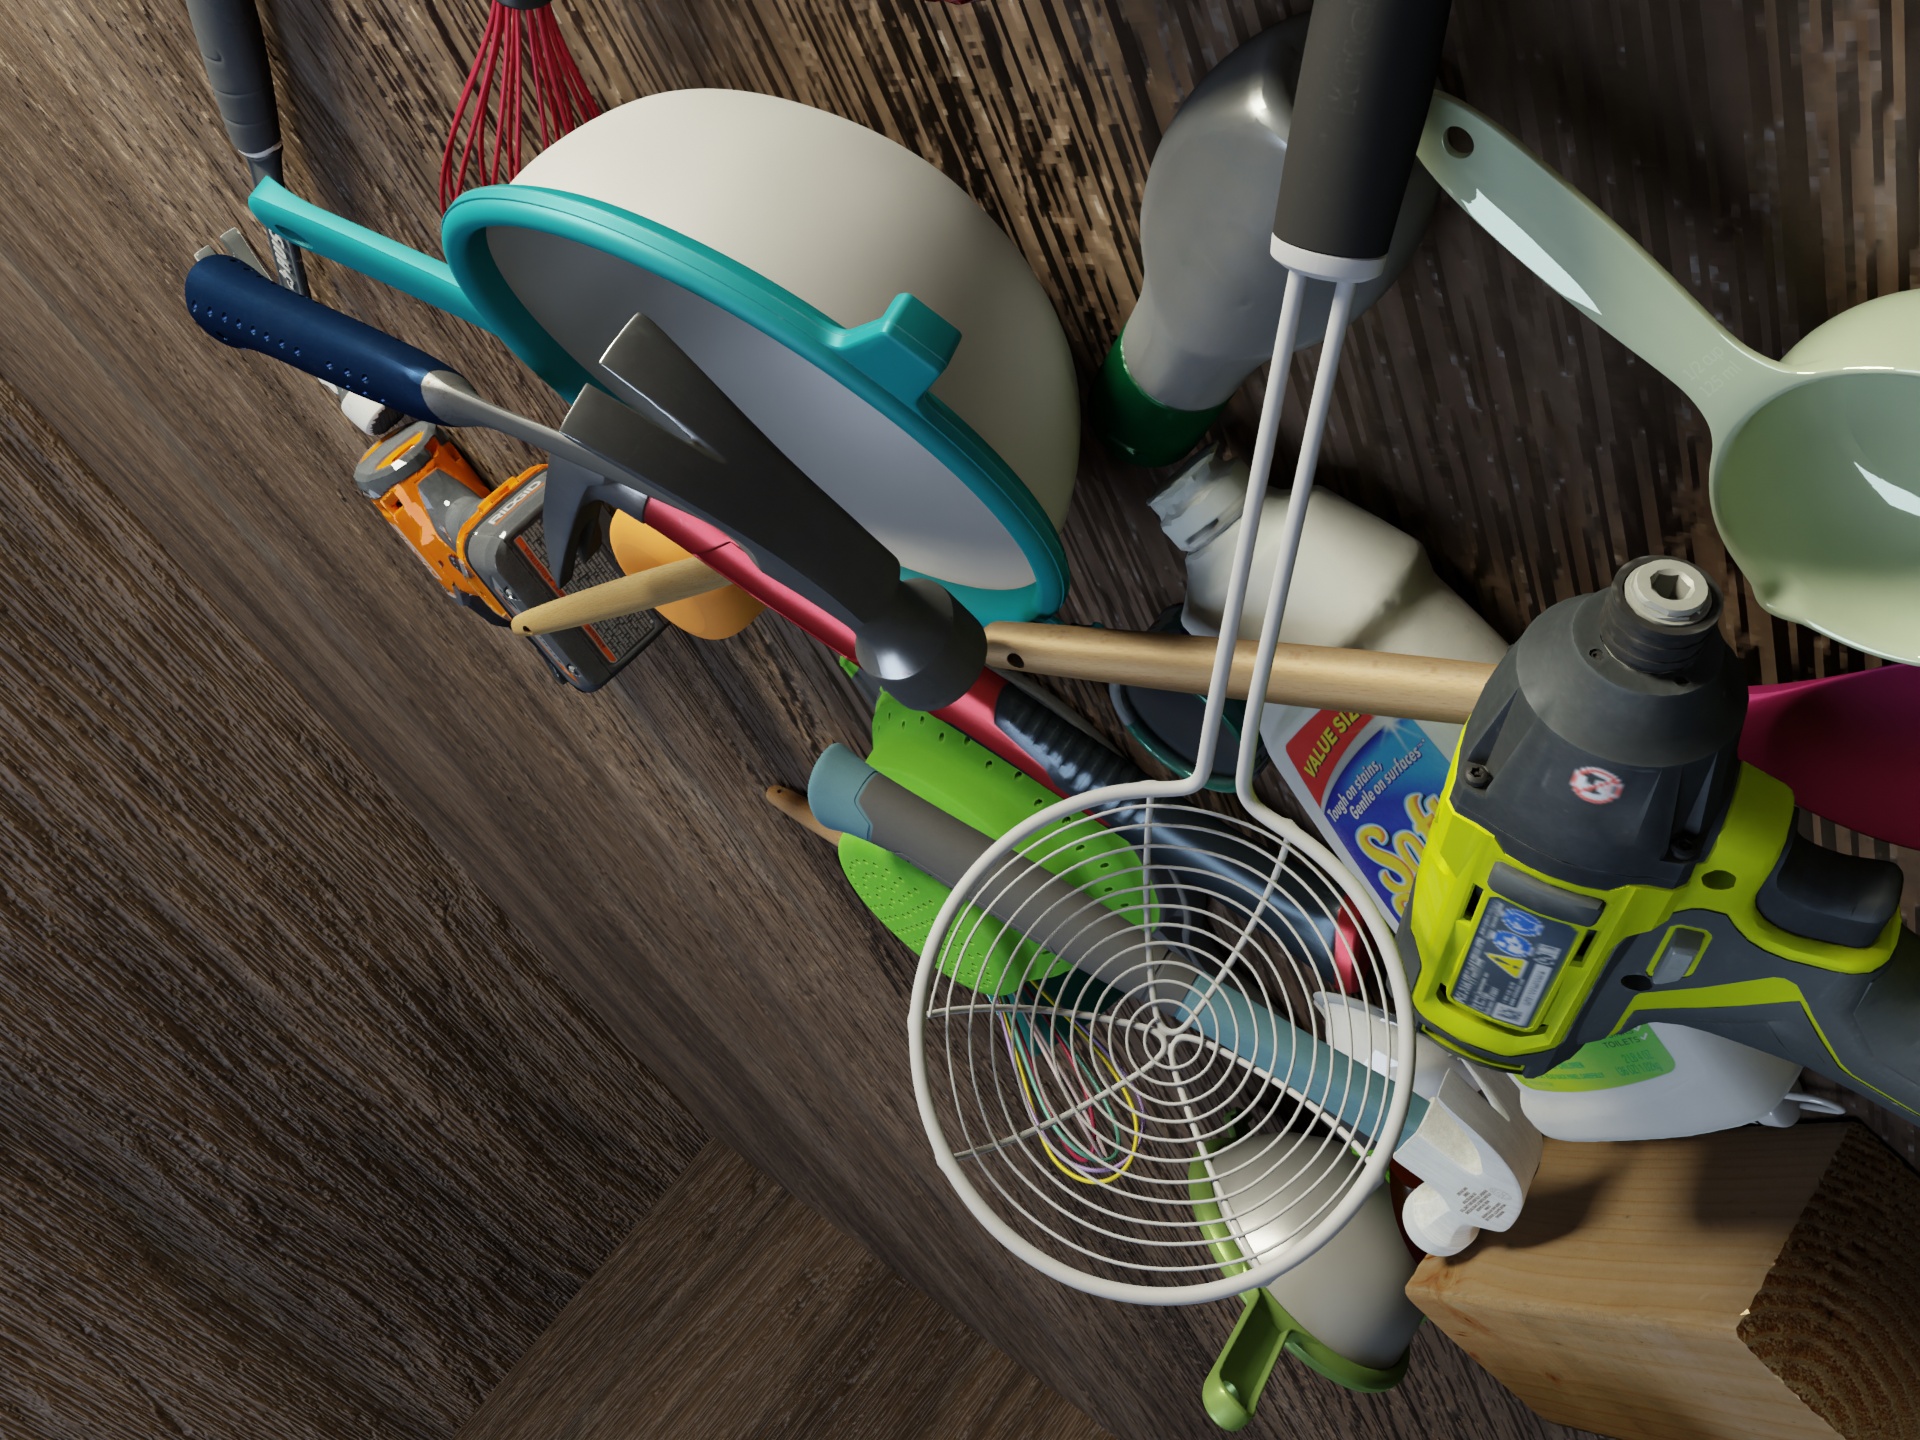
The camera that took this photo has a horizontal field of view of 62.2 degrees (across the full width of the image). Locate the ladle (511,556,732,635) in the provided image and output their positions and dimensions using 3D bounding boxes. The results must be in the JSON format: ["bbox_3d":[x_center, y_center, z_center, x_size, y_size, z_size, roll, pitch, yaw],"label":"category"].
[{"bbox_3d":[-0.113,-0.066,0.720,0.315,0.031,0.069,-8,126,42],"label":"ladle"}]

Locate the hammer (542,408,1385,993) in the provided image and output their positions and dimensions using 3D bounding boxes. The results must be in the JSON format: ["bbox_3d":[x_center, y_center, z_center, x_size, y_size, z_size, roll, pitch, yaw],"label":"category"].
[{"bbox_3d":[-0.001,-0.002,0.653,0.386,0.038,0.143,34,147,0],"label":"hammer"}]

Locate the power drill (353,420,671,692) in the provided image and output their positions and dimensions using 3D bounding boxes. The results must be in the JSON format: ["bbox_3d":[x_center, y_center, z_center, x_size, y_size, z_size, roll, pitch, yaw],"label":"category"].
[{"bbox_3d":[-0.266,-0.093,0.967,0.227,0.084,0.164,23,153,48],"label":"power drill"}]

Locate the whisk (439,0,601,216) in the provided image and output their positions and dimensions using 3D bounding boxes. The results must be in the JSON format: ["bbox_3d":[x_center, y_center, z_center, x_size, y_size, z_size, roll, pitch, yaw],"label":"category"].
[{"bbox_3d":[-0.146,-0.230,0.532,0.073,0.073,0.295,39,153,9],"label":"whisk"}]

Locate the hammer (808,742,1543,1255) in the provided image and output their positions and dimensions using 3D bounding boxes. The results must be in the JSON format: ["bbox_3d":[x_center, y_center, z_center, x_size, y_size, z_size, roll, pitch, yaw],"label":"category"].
[{"bbox_3d":[0.080,0.105,0.650,0.331,0.033,0.128,30,148,11],"label":"hammer"}]

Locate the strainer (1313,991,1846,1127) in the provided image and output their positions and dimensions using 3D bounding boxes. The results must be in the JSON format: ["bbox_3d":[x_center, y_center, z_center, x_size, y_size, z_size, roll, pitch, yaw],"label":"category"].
[{"bbox_3d":[0.221,0.139,0.624,0.086,0.050,0.258,33,159,-22],"label":"strainer"}]

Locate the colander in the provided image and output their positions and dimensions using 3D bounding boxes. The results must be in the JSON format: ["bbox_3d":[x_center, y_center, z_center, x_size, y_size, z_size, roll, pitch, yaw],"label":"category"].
[{"bbox_3d":[0.068,0.121,0.772,0.397,0.094,0.204,44,158,-4],"label":"colander"}]

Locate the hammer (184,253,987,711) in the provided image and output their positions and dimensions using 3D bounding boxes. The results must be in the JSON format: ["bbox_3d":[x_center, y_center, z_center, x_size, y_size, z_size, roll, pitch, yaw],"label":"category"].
[{"bbox_3d":[-0.169,-0.110,0.534,0.406,0.035,0.143,26,170,39],"label":"hammer"}]

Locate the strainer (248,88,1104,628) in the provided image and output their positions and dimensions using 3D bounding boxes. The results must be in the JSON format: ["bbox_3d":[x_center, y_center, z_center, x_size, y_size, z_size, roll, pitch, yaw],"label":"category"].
[{"bbox_3d":[-0.093,-0.147,0.512,0.340,0.095,0.210,27,170,24],"label":"strainer"}]

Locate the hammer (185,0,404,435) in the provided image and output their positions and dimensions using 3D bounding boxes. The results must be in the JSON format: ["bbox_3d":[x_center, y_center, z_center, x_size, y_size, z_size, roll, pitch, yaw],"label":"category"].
[{"bbox_3d":[-0.360,-0.289,0.815,0.149,0.036,0.409,43,158,0],"label":"hammer"}]

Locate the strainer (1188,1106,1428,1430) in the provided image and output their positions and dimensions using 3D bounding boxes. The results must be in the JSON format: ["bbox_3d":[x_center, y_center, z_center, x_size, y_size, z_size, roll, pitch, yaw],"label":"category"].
[{"bbox_3d":[0.175,0.267,0.780,0.151,0.069,0.256,47,-161,14],"label":"strainer"}]

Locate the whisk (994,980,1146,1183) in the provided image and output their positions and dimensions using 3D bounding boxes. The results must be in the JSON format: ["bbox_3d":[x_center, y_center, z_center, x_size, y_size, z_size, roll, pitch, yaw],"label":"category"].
[{"bbox_3d":[0.021,0.138,0.844,0.245,0.051,0.047,57,135,35],"label":"whisk"}]

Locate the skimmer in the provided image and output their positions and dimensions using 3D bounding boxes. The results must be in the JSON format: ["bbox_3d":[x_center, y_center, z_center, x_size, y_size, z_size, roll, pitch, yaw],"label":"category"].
[{"bbox_3d":[0.059,-0.029,0.331,0.127,0.090,0.363,17,125,17],"label":"skimmer"}]

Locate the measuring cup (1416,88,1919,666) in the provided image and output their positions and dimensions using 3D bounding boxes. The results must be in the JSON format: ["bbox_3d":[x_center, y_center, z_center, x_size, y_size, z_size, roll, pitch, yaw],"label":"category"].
[{"bbox_3d":[0.161,-0.079,0.318,0.167,0.038,0.083,42,159,5],"label":"measuring cup"}]

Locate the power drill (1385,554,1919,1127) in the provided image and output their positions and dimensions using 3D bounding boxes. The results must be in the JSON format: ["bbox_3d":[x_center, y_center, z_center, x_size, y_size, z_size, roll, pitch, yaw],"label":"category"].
[{"bbox_3d":[0.216,0.052,0.348,0.223,0.080,0.171,20,148,18],"label":"power drill"}]

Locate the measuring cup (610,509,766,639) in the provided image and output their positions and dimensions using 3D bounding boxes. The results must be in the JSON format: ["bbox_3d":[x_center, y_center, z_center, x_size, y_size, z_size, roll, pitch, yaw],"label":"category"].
[{"bbox_3d":[-0.142,-0.069,0.829,0.095,0.052,0.173,41,156,2],"label":"measuring cup"}]

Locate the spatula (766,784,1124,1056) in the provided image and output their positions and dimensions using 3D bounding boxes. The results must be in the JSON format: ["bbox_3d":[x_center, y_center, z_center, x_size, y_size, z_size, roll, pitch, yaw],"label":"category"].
[{"bbox_3d":[-0.031,0.101,0.966,0.318,0.082,0.044,25,137,49],"label":"spatula"}]

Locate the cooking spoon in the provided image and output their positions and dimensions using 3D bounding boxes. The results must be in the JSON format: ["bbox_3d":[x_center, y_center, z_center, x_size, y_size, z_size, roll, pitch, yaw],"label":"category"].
[{"bbox_3d":[0.145,-0.006,0.409,0.319,0.017,0.068,7,138,30],"label":"cooking spoon"}]
